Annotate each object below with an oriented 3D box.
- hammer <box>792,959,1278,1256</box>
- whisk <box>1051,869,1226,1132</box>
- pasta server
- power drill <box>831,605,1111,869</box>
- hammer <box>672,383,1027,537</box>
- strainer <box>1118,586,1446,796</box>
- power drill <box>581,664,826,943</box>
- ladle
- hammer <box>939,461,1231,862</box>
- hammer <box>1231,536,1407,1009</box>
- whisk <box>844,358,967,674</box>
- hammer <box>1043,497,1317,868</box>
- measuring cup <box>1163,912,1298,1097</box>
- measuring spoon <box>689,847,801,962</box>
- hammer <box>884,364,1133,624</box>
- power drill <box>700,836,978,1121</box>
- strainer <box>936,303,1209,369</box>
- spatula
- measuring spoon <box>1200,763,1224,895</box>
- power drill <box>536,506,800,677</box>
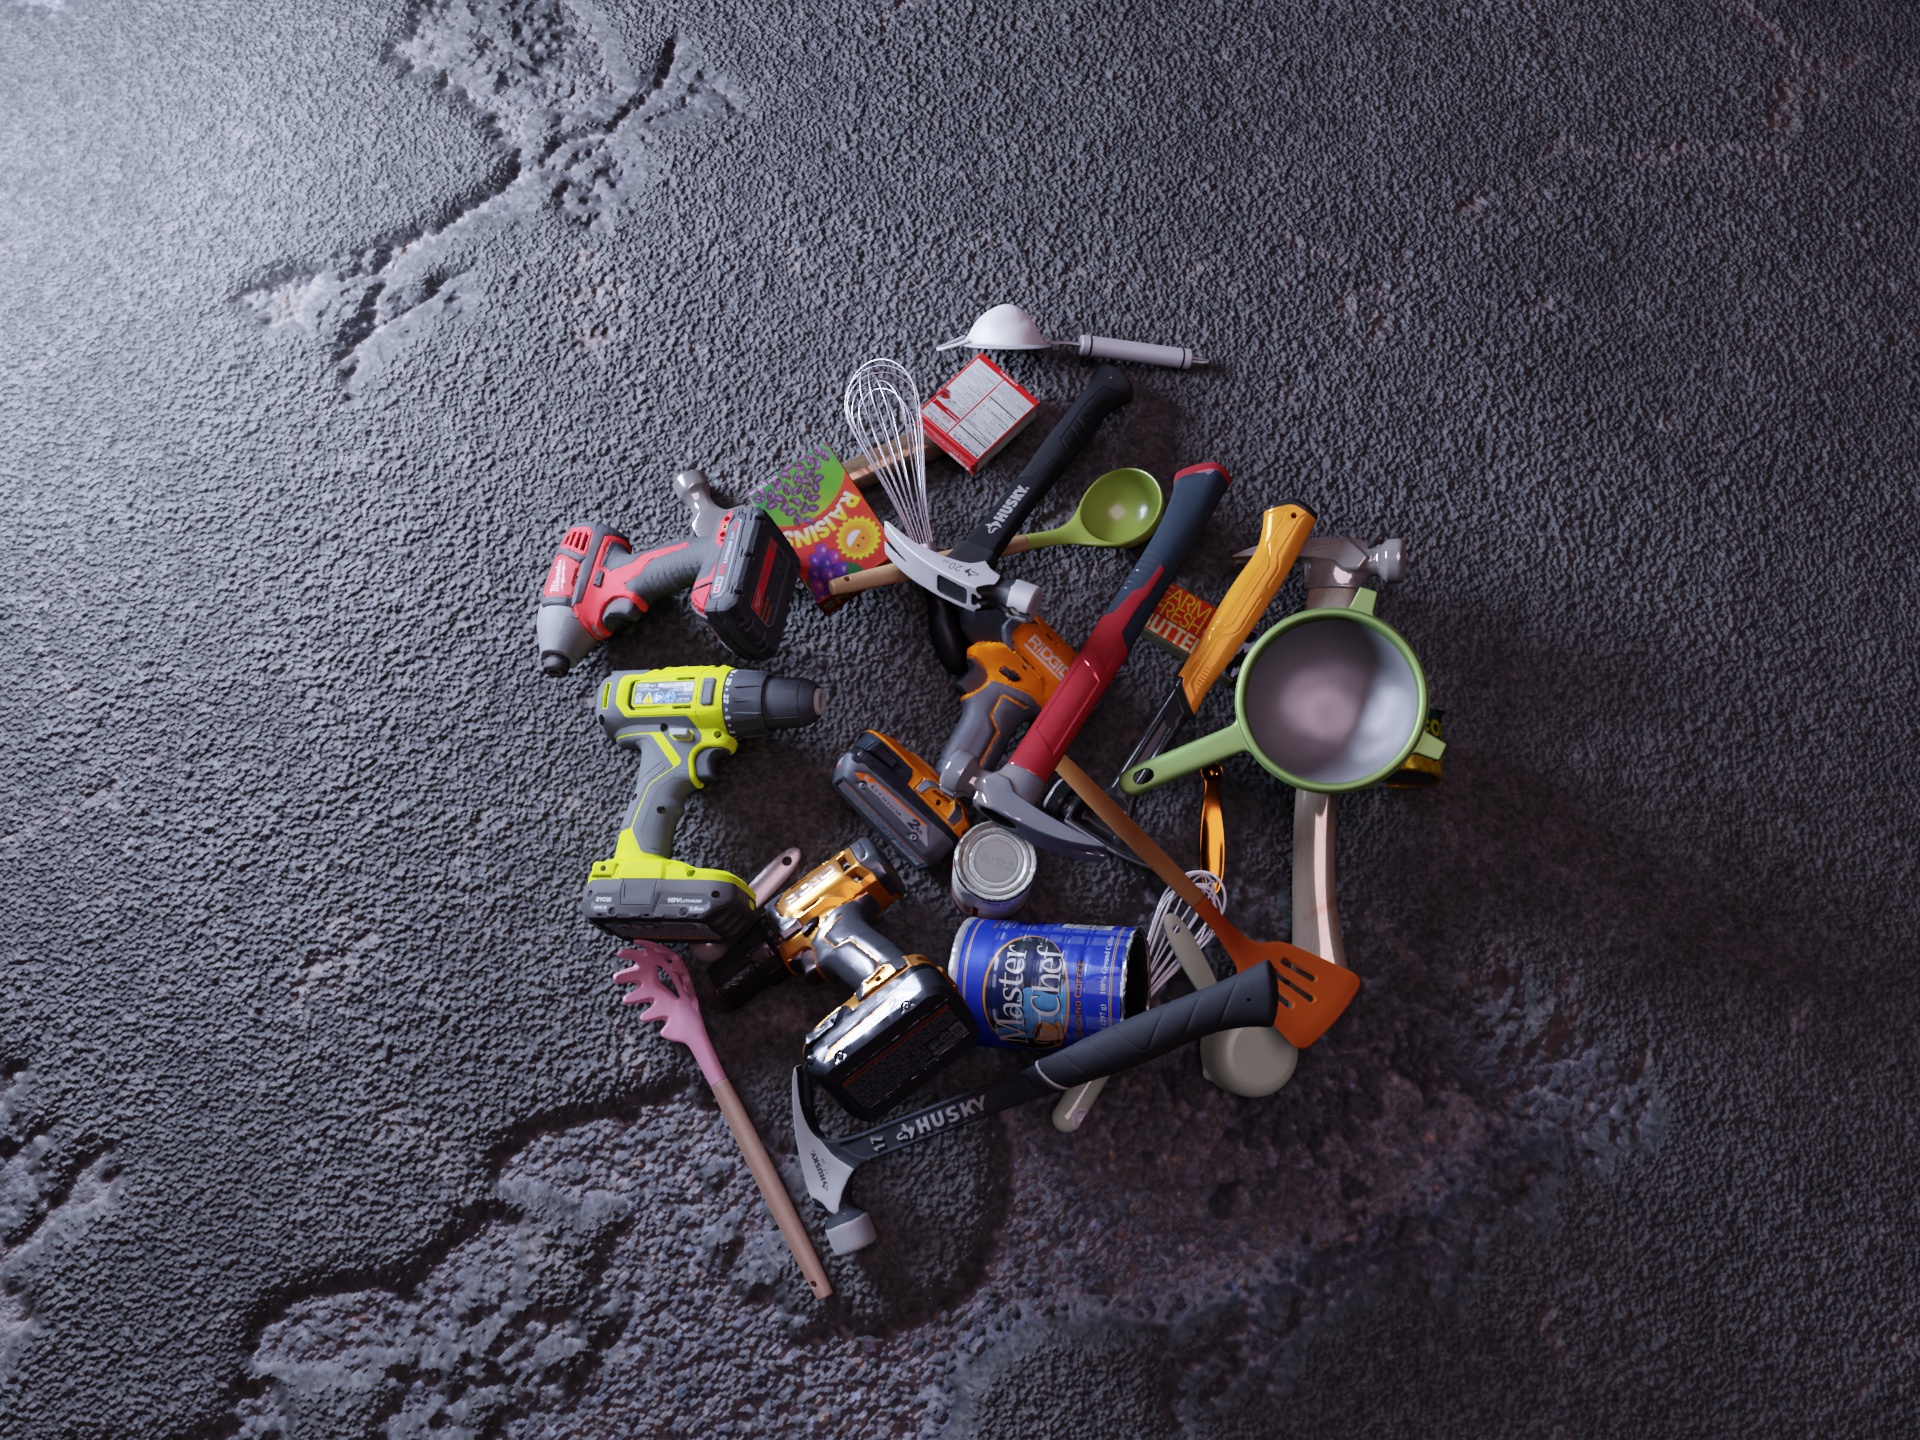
[{"bbox_3d":[0.050,0.267,1.189,0.409,0.036,0.149,-26,81,19],"label":"hammer"},{"bbox_3d":[0.144,0.228,1.303,0.059,0.057,0.246,22,73,41],"label":"whisk"},{"bbox_3d":[-0.184,0.314,1.263,0.060,0.040,0.316,-36,76,26],"label":"pasta server"},{"bbox_3d":[-0.002,-0.004,1.337,0.164,0.084,0.226,45,74,-3],"label":"power drill"},{"bbox_3d":[-0.083,-0.224,1.439,0.331,0.031,0.130,-25,75,-10],"label":"hammer"},{"bbox_3d":[0.252,0.009,1.294,0.256,0.069,0.151,-23,75,9],"label":"strainer"},{"bbox_3d":[-0.212,0.061,1.298,0.190,0.080,0.229,-1,67,14],"label":"power drill"},{"bbox_3d":[0.035,-0.157,1.368,0.320,0.062,0.078,-16,54,-24],"label":"ladle"},{"bbox_3d":[0.141,-0.063,1.313,0.143,0.038,0.386,27,65,14],"label":"hammer"},{"bbox_3d":[0.291,0.046,1.335,0.146,0.038,0.411,1,78,20],"label":"hammer"},{"bbox_3d":[-0.039,-0.178,1.390,0.070,0.070,0.284,-16,90,-7],"label":"whisk"},{"bbox_3d":[0.209,-0.036,1.342,0.127,0.034,0.337,31,89,15],"label":"hammer"},{"bbox_3d":[0.213,0.227,1.278,0.083,0.038,0.167,-32,96,-15],"label":"measuring cup"},{"bbox_3d":[-0.178,0.150,1.325,0.034,0.018,0.124,41,75,10],"label":"measuring spoon"},{"bbox_3d":[0.063,-0.213,1.379,0.146,0.035,0.335,21,50,17],"label":"hammer"},{"bbox_3d":[-0.102,0.206,1.229,0.185,0.084,0.226,-37,36,-2],"label":"power drill"},{"bbox_3d":[0.108,-0.351,1.472,0.258,0.087,0.050,5,110,-11],"label":"strainer"},{"bbox_3d":[0.178,0.126,1.278,0.322,0.041,0.081,45,69,6],"label":"spatula"},{"bbox_3d":[0.215,0.092,1.364,0.021,0.011,0.117,3,76,-2],"label":"measuring spoon"},{"bbox_3d":[-0.255,-0.104,1.333,0.220,0.078,0.143,-2,59,24],"label":"power drill"}]
